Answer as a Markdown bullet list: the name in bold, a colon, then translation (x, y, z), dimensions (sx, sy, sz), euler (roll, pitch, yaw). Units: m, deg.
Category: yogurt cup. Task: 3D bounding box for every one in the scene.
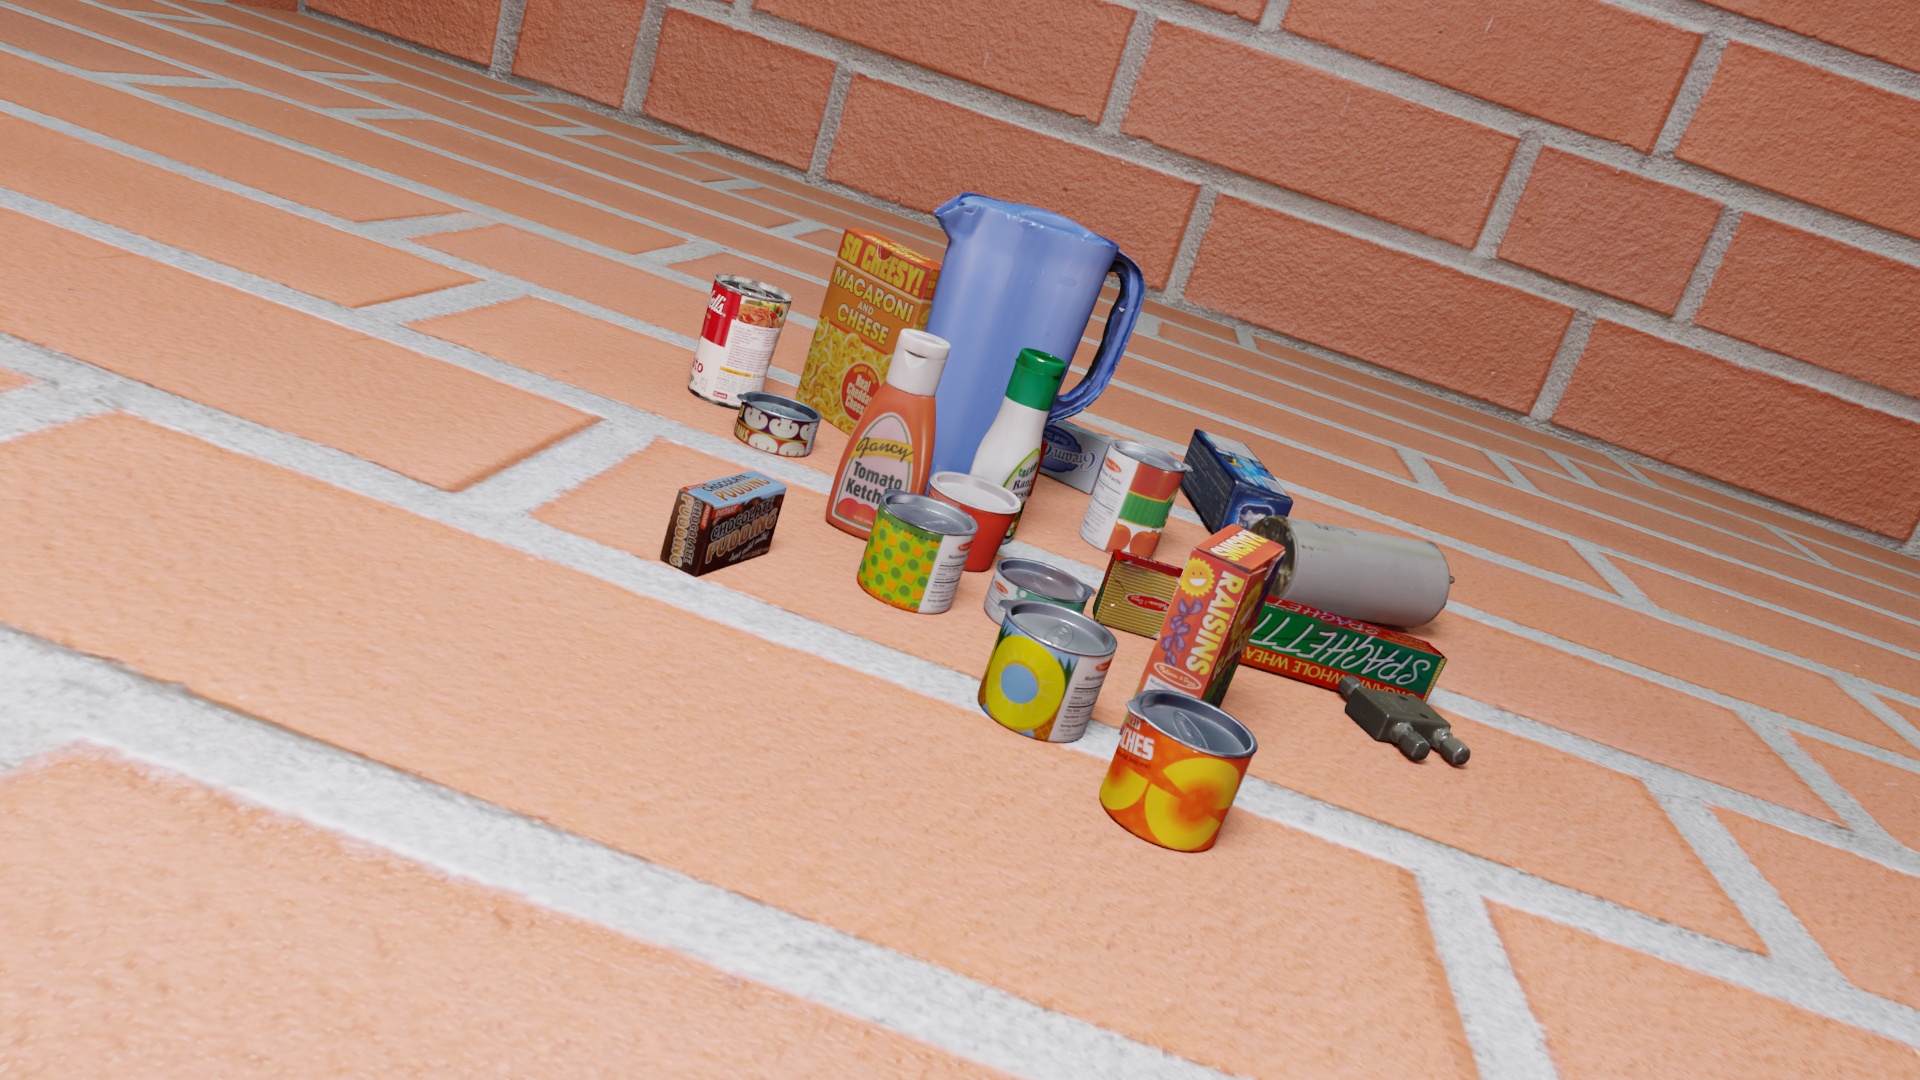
- **yogurt cup**: translation (0.004, -0.013, 1.001), dimensions (0.072, 0.053, 0.072), euler (17, 18, -5)

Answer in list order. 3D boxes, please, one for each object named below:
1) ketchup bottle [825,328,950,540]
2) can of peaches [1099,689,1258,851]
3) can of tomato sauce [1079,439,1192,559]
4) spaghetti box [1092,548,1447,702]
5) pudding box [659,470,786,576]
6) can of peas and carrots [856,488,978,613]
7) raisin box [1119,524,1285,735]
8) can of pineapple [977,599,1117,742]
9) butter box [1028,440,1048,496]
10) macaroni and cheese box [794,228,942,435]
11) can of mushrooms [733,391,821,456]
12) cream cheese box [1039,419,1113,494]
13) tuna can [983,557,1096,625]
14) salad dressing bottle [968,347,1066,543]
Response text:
- **ketchup bottle**: translation (-0.046, -0.073, 0.977), dimensions (0.065, 0.148, 0.044), euler (21, 17, 7)
- **can of peaches**: translation (0.109, 0.117, 0.714), dimensions (0.071, 0.058, 0.071), euler (17, 18, -5)
- **can of tomato sauce**: translation (0.144, -0.033, 1.152), dimensions (0.071, 0.082, 0.071), euler (17, 18, -5)
- **spaghetti box**: translation (0.218, 0.066, 0.986), dimensions (0.250, 0.050, 0.029), euler (16, 17, -6)
- **pudding box**: translation (-0.146, -0.012, 0.860), dimensions (0.030, 0.049, 0.084), euler (24, 19, 18)
- **can of peas and carrots**: translation (-0.030, 0.007, 0.903), dimensions (0.071, 0.058, 0.071), euler (17, 18, -5)
- **raisin box**: translation (0.143, 0.058, 0.816), dimensions (0.040, 0.123, 0.086), euler (25, 19, 21)
- **can of pineapple**: translation (0.047, 0.072, 0.786), dimensions (0.071, 0.057, 0.071), euler (17, 18, -5)
- **butter box**: translation (0.026, -0.082, 1.231), dimensions (0.104, 0.053, 0.024), euler (31, 21, 35)
- **macaroni and cheese box**: translation (-0.076, -0.178, 1.227), dimensions (0.040, 0.165, 0.124), euler (0, 25, -46)
- **can of mushrooms**: translation (-0.151, -0.095, 1.127), dimensions (0.071, 0.033, 0.071), euler (17, 18, -5)
- **cream cheese box**: translation (0.089, -0.087, 1.307), dimensions (0.104, 0.053, 0.024), euler (25, 18, 19)
- **tuna can**: translation (0.053, 0.040, 0.928), dimensions (0.071, 0.032, 0.071), euler (17, 18, -5)
- **salad dressing bottle**: translation (0.040, -0.072, 1.059), dimensions (0.044, 0.147, 0.064), euler (27, 19, 25)
